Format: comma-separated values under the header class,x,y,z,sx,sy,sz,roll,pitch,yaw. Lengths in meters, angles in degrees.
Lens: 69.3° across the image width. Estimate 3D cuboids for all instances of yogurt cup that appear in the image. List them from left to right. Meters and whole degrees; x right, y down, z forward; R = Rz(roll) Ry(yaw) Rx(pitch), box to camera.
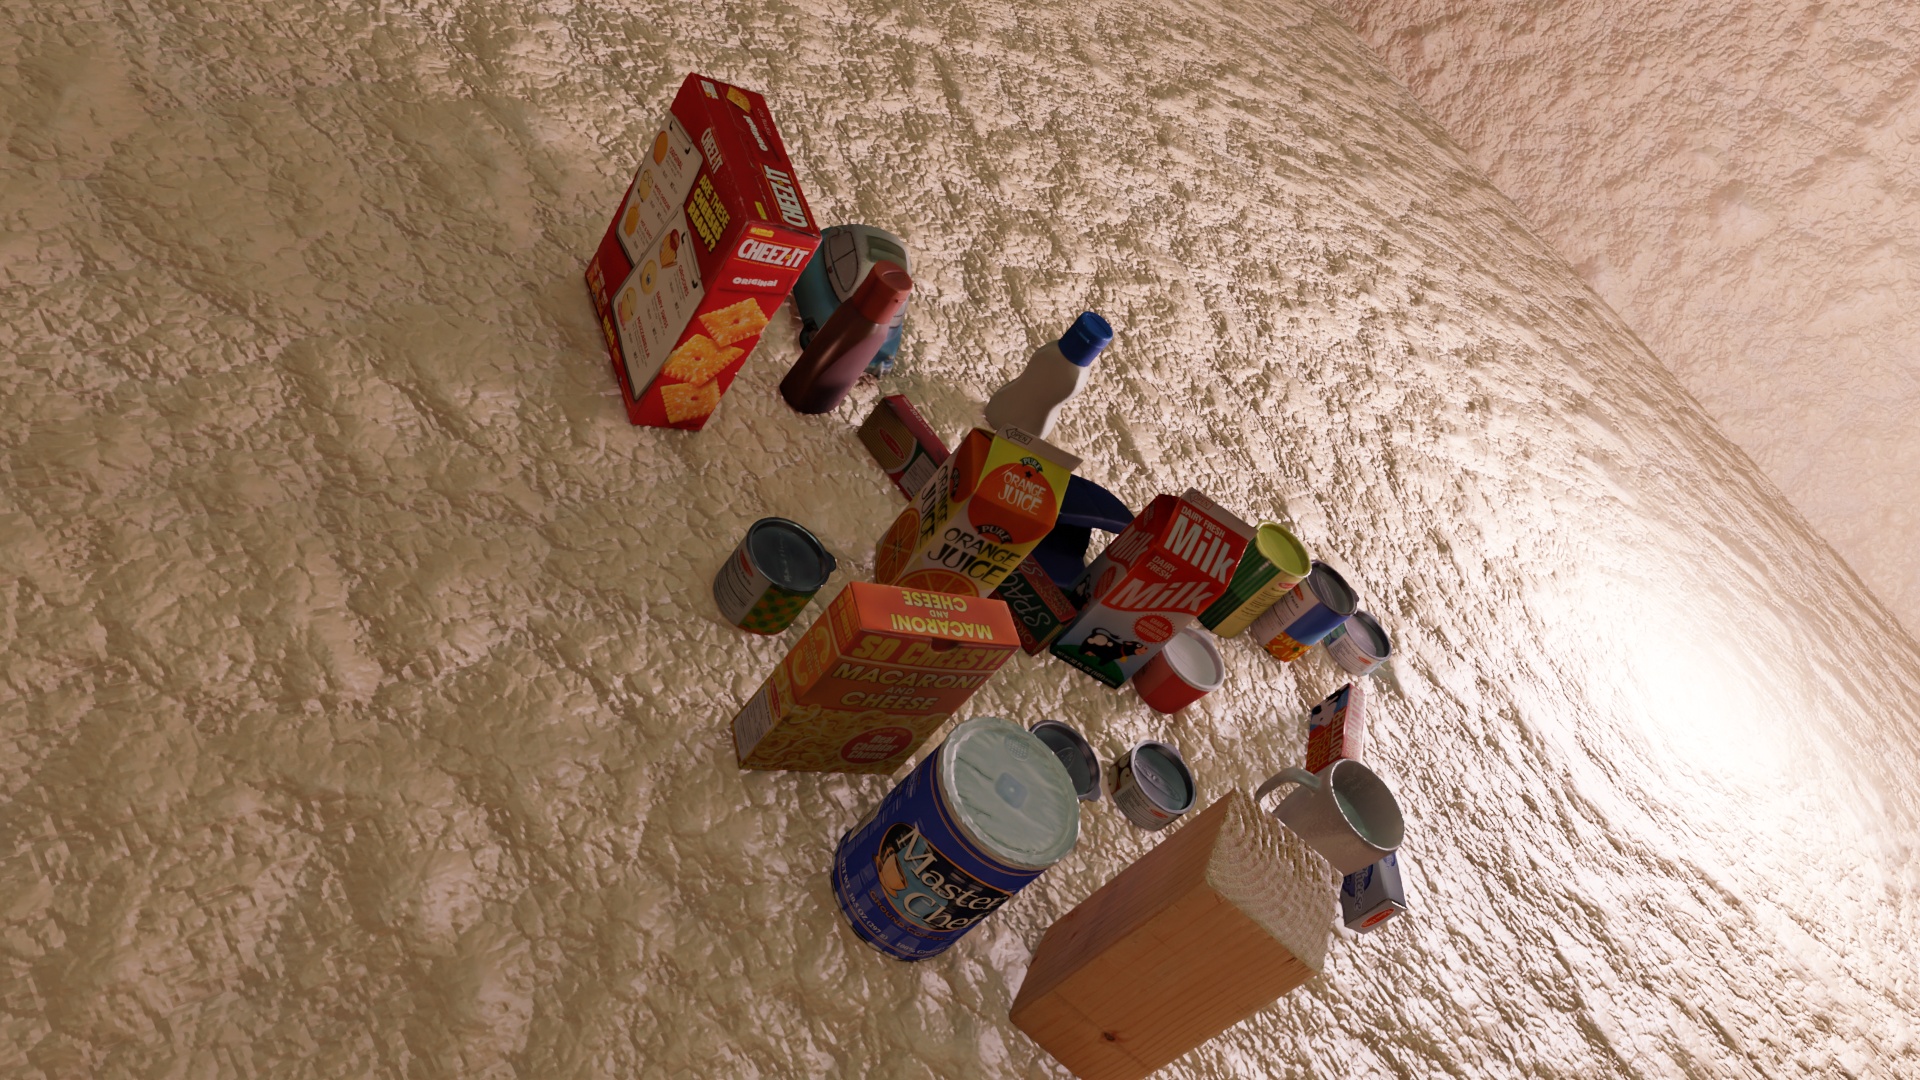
class,x,y,z,sx,sy,sz,roll,pitch,yaw
yogurt cup,0.185,0.113,1.198,0.072,0.053,0.073,24,41,-22

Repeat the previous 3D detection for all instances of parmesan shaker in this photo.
class,x,y,z,sx,sy,sz,roll,pitch,yaw
parmesan shaker,0.268,0.037,1.306,0.071,0.102,0.072,24,41,-22

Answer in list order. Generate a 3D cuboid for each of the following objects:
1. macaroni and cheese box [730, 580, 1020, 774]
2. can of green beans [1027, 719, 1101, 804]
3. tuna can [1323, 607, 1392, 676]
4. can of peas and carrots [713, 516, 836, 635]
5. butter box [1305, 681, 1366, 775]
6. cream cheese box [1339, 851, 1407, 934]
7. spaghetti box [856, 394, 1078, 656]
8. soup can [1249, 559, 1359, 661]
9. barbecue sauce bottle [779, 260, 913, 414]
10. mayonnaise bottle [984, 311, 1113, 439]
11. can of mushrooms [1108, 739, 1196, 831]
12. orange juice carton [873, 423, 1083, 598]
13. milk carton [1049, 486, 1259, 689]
class,x,y,z,sx,sy,sz,roll,pitch,yaw
macaroni and cheese box,-0.057,0.096,0.910,0.124,0.165,0.040,9,48,-36
can of green beans,0.060,0.175,1.024,0.071,0.057,0.071,24,41,-22
tuna can,0.405,0.102,1.420,0.071,0.032,0.071,24,41,-22
can of peas and carrots,-0.134,0.026,1.000,0.071,0.058,0.071,24,41,-22
butter box,0.343,0.181,1.271,0.024,0.053,0.104,36,37,-8
cream cheese box,0.344,0.275,1.178,0.024,0.053,0.104,27,40,-19
spaghetti box,0.004,-0.015,1.169,0.250,0.050,0.029,52,38,13
soup can,0.333,0.070,1.346,0.071,0.083,0.072,24,41,-22
barbecue sauce bottle,-0.092,-0.168,1.155,0.065,0.147,0.044,-19,67,-49
mayonnaise bottle,0.085,-0.150,1.293,0.065,0.147,0.041,45,37,4
can of mushrooms,0.153,0.194,1.107,0.071,0.033,0.071,24,41,-22
orange juice carton,0.011,-0.015,1.058,0.072,0.191,0.073,24,41,-23
milk carton,0.157,0.032,1.142,0.072,0.189,0.074,31,38,-14
